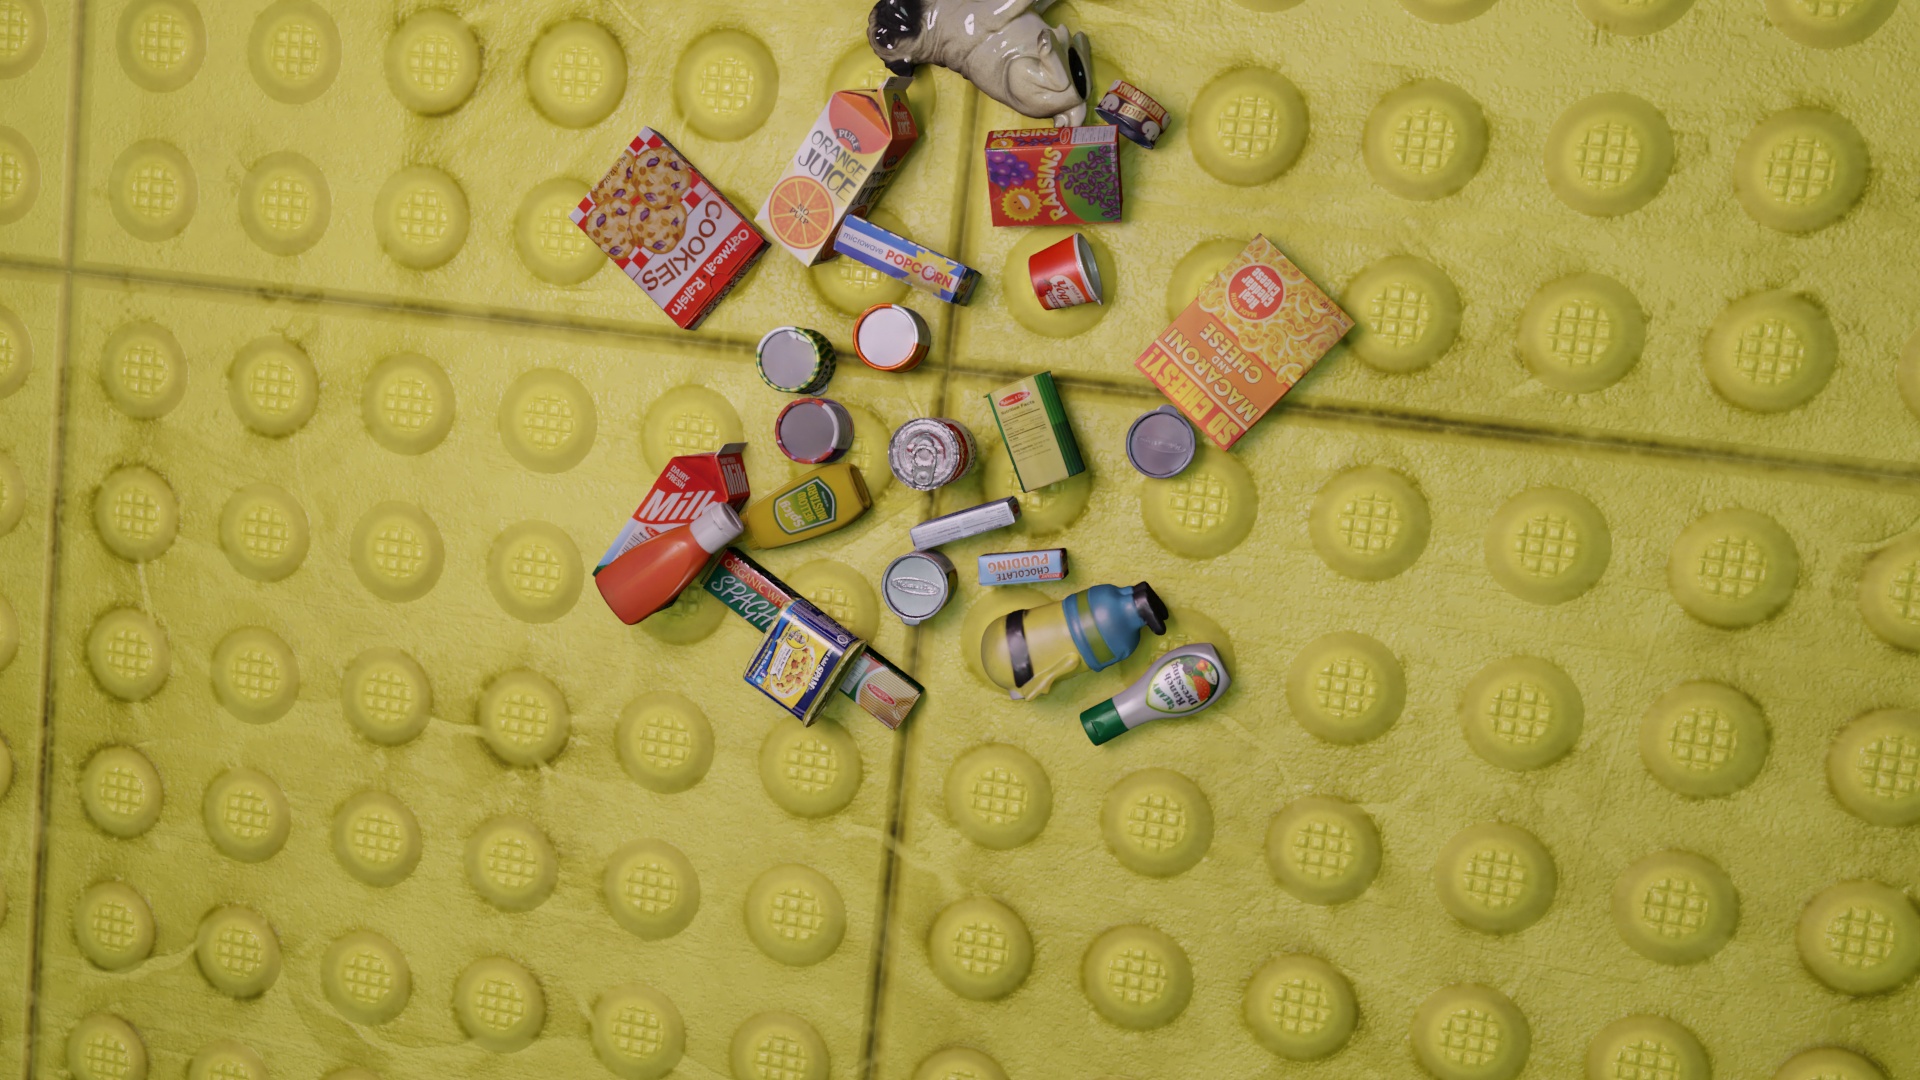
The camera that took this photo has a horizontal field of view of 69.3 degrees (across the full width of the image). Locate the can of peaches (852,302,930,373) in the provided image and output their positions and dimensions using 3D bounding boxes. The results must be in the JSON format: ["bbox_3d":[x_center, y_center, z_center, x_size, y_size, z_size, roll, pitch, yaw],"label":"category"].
[{"bbox_3d":[-0.069,-0.196,1.355,0.071,0.058,0.071,1,95,10],"label":"can of peaches"}]

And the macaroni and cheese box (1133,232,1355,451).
[{"bbox_3d":[0.265,-0.184,1.305,0.124,0.040,0.166,45,100,4],"label":"macaroni and cheese box"}]

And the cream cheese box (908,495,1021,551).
[{"bbox_3d":[0.005,-0.017,1.359,0.104,0.053,0.024,-16,94,11],"label":"cream cheese box"}]

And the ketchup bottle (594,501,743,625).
[{"bbox_3d":[-0.279,0.018,1.345,0.148,0.043,0.064,-34,91,11],"label":"ketchup bottle"}]

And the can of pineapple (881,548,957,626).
[{"bbox_3d":[-0.040,0.044,1.370,0.071,0.058,0.071,1,95,11],"label":"can of pineapple"}]

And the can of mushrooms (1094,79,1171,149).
[{"bbox_3d":[0.161,-0.396,1.291,0.071,0.071,0.033,36,99,6],"label":"can of mushrooms"}]

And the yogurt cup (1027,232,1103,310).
[{"bbox_3d":[0.099,-0.252,1.319,0.054,0.072,0.072,-16,92,19],"label":"yogurt cup"}]

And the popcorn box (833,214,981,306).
[{"bbox_3d":[-0.050,-0.268,1.332,0.127,0.085,0.038,26,100,7],"label":"popcorn box"}]

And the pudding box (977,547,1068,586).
[{"bbox_3d":[0.061,0.026,1.354,0.084,0.050,0.030,-5,93,11],"label":"pudding box"}]

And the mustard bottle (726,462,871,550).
[{"bbox_3d":[-0.171,-0.024,1.392,0.160,0.049,0.065,-23,89,11],"label":"mustard bottle"}]

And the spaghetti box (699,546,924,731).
[{"bbox_3d":[-0.150,0.097,1.409,0.250,0.029,0.050,36,100,6],"label":"spaghetti box"}]

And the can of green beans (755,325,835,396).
[{"bbox_3d":[-0.163,-0.178,1.374,0.071,0.058,0.071,1,95,10],"label":"can of green beans"}]

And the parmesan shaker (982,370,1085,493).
[{"bbox_3d":[0.071,-0.103,1.335,0.071,0.071,0.103,-20,92,11],"label":"parmesan shaker"}]

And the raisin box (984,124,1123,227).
[{"bbox_3d":[0.088,-0.341,1.304,0.123,0.040,0.085,1,136,10],"label":"raisin box"}]

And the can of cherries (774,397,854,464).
[{"bbox_3d":[-0.147,-0.107,1.376,0.071,0.058,0.071,1,95,10],"label":"can of cherries"}]

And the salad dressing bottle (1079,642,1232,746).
[{"bbox_3d":[0.188,0.151,1.344,0.147,0.044,0.064,-29,88,11],"label":"salad dressing bottle"}]

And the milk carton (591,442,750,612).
[{"bbox_3d":[-0.279,-0.023,1.401,0.073,0.072,0.190,37,101,4],"label":"milk carton"}]

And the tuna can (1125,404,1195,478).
[{"bbox_3d":[0.192,-0.095,1.329,0.071,0.033,0.071,1,95,10],"label":"tuna can"}]

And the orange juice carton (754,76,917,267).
[{"bbox_3d":[-0.108,-0.360,1.320,0.073,0.072,0.192,40,115,4],"label":"orange juice carton"}]

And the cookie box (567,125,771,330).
[{"bbox_3d":[-0.292,-0.312,1.395,0.167,0.040,0.122,45,100,4],"label":"cookie box"}]
